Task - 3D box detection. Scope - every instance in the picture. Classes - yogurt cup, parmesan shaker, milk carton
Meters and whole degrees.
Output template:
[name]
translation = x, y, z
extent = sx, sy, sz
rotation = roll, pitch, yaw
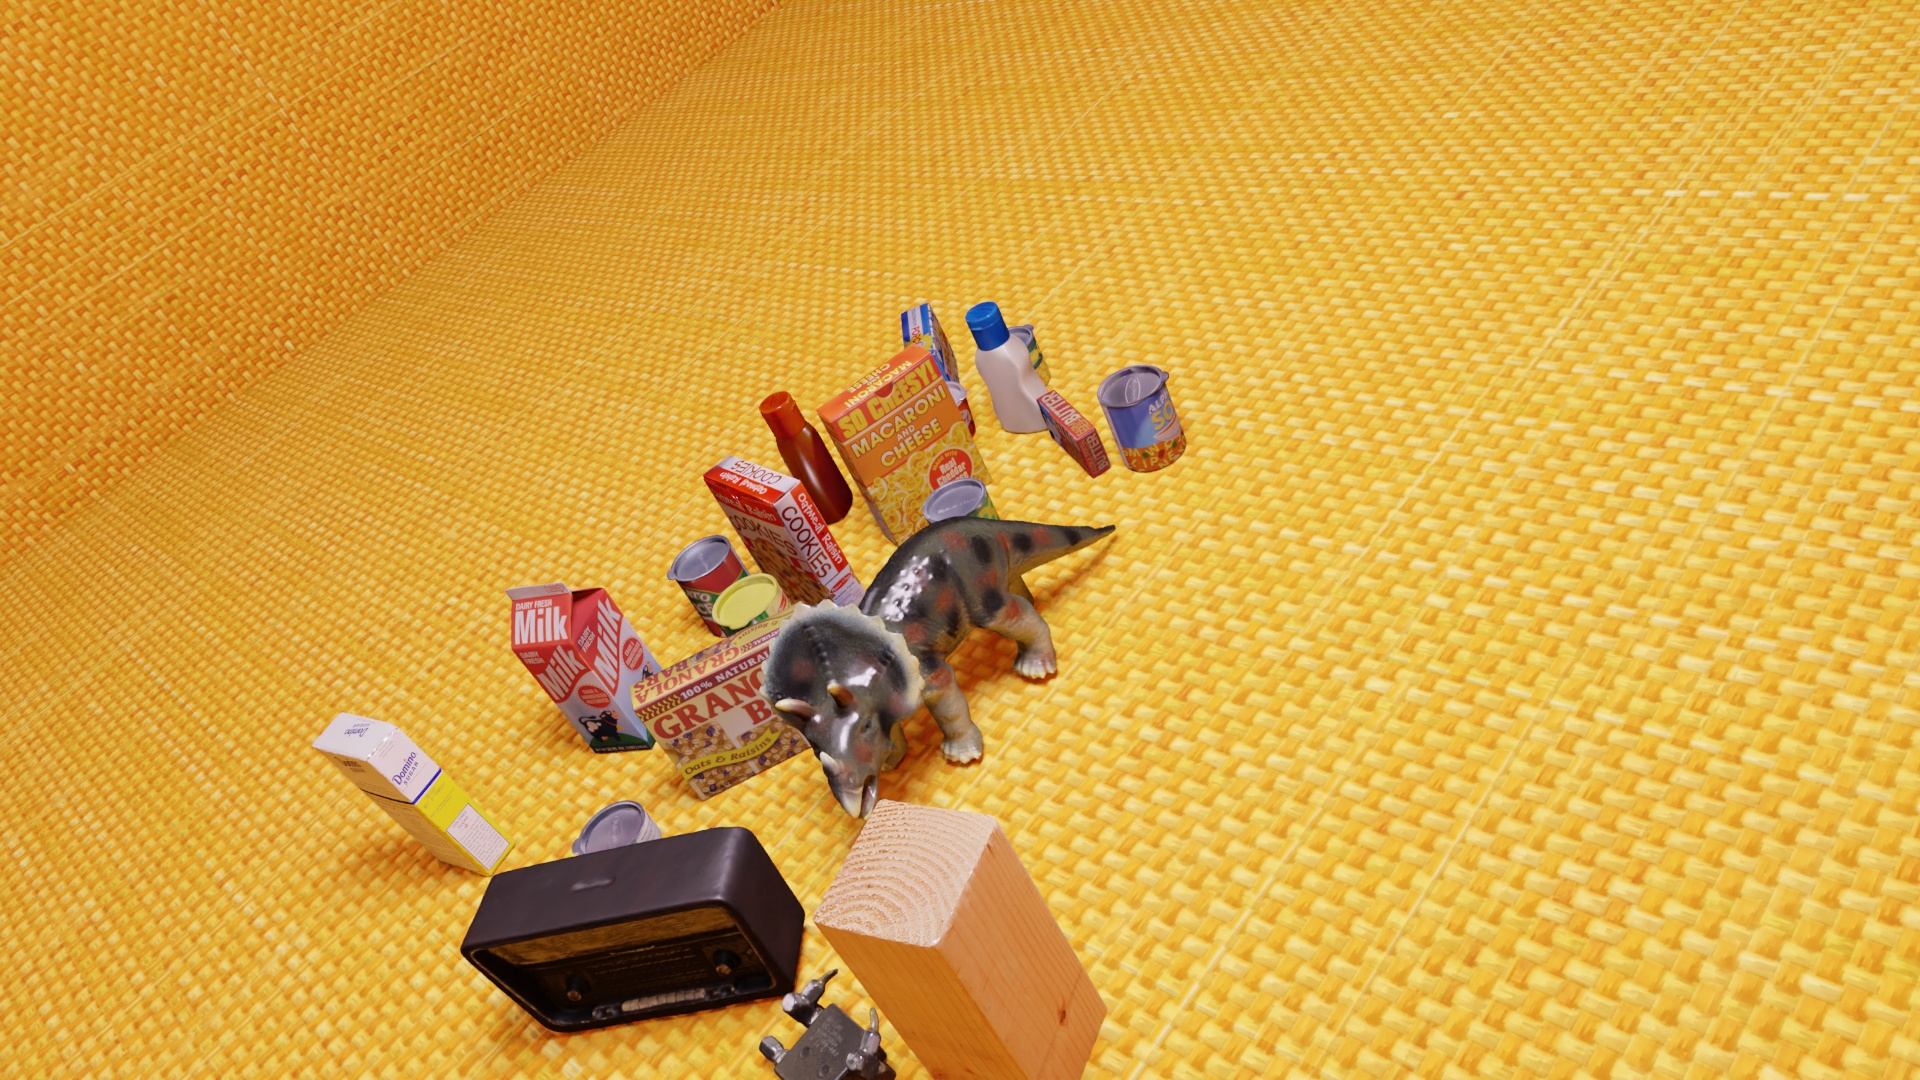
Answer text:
[yogurt cup]
translation = -0.018, -0.132, 1.512
extent = 0.072, 0.053, 0.073
rotation = -17, 36, 13
[parmesan shaker]
translation = -0.177, 0.092, 1.285
extent = 0.071, 0.102, 0.072
rotation = -18, 36, 13
[milk carton]
translation = -0.348, 0.110, 1.296
extent = 0.072, 0.189, 0.074
rotation = -8, 39, 25

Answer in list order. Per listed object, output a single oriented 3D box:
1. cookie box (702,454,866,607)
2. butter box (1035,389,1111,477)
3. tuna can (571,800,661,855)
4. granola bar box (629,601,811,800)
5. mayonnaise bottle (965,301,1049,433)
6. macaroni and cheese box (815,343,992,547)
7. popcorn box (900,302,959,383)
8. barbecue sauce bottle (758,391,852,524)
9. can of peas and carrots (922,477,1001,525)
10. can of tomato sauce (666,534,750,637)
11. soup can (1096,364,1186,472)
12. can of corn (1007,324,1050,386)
[cookie box]
translation = -0.166, 0.003, 1.336
extent = 0.040, 0.166, 0.123
rotation = -44, 38, -23
[butter box]
translation = 0.113, -0.108, 1.397
extent = 0.024, 0.053, 0.104
rotation = -30, 35, -5
[tuna can]
translation = -0.298, 0.263, 1.206
extent = 0.071, 0.032, 0.071
rotation = -17, 36, 13
[granola bar box]
translation = -0.183, 0.141, 1.207
extent = 0.165, 0.123, 0.039
rotation = -27, 35, 0
[mayonnaise bottle]
translation = 0.049, -0.179, 1.447
extent = 0.064, 0.147, 0.041
rotation = 1, 44, 34
[macaroni and cheese box]
translation = -0.053, -0.094, 1.387
extent = 0.124, 0.165, 0.040
rotation = -36, 36, -13
[popcorn box]
translation = -0.033, -0.205, 1.587
extent = 0.038, 0.085, 0.127
rotation = -20, 35, 9
[barbecue sauce bottle]
translation = -0.163, -0.090, 1.469
extent = 0.043, 0.148, 0.065
rotation = -16, 36, 16
[can of peas and carrots]
translation = 0.005, -0.017, 1.346
extent = 0.071, 0.058, 0.071
rotation = -17, 36, 13
[can of tomato sauce]
translation = -0.245, 0.048, 1.403
extent = 0.071, 0.082, 0.071
rotation = -18, 36, 13
[soup can]
translation = 0.178, -0.118, 1.342
extent = 0.071, 0.083, 0.072
rotation = -18, 36, 13
[can of corn]
translation = 0.062, -0.197, 1.539
extent = 0.071, 0.058, 0.071
rotation = -17, 36, 13
